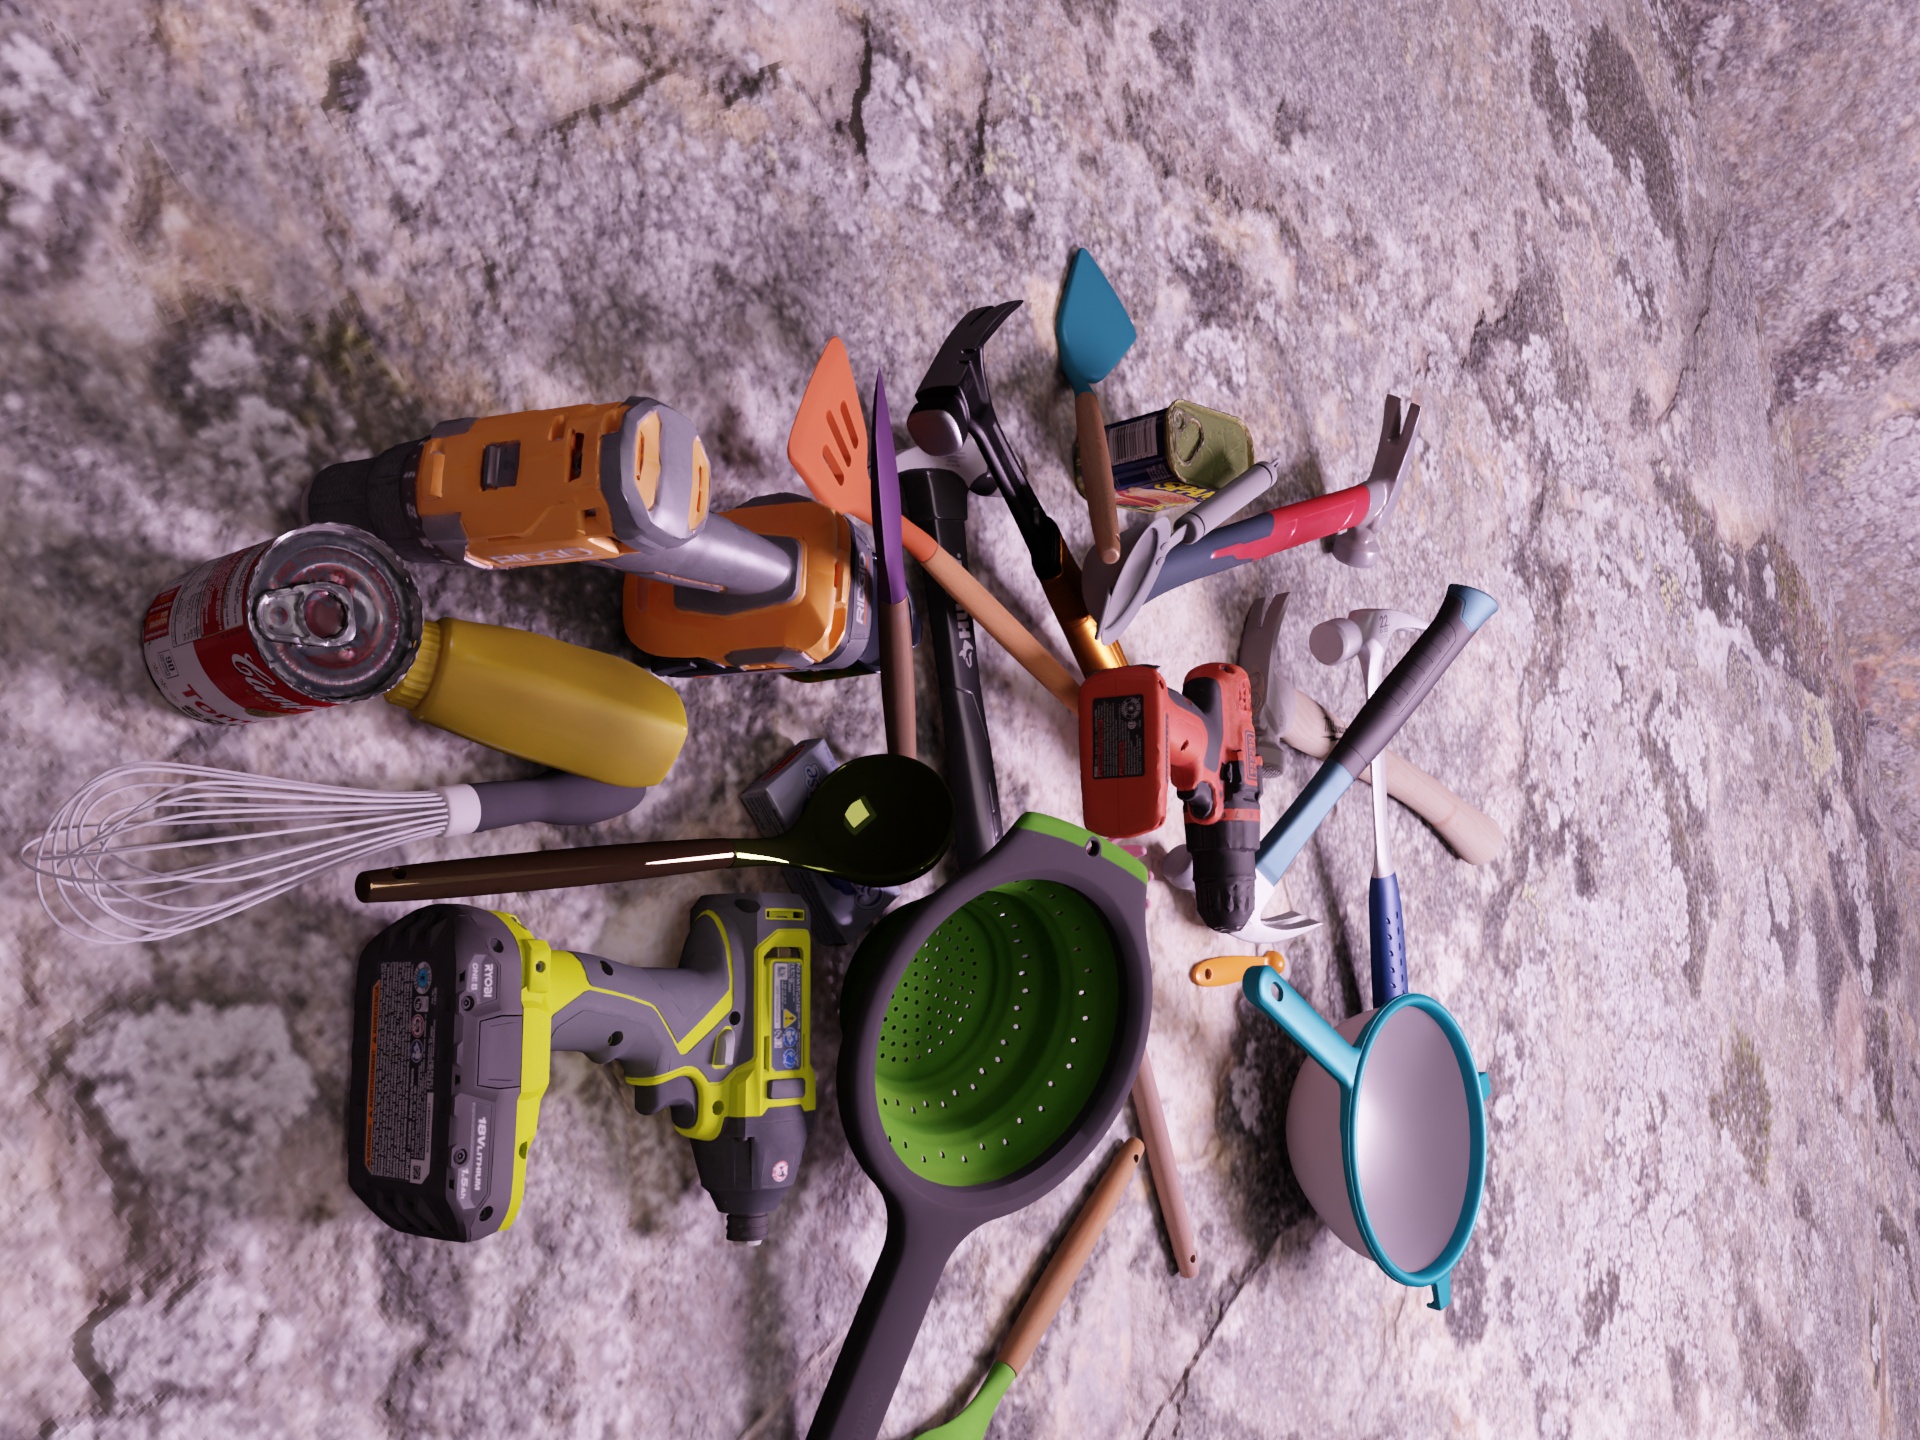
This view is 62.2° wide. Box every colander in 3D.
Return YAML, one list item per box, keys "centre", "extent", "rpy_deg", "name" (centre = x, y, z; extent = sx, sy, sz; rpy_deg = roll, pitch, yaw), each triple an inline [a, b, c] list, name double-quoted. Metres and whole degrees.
- centre: [-0.030, 0.235, 0.865]
  extent: [0.204, 0.095, 0.397]
  rpy_deg: [27, 83, -38]
  name: "colander"

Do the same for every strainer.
- centre: [0.271, 0.275, 1.171]
  extent: [0.340, 0.095, 0.211]
  rpy_deg: [44, 54, -32]
  name: "strainer"
- centre: [0.140, -0.119, 1.016]
  extent: [0.258, 0.050, 0.086]
  rpy_deg: [-36, 150, -41]
  name: "strainer"

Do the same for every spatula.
- centre: [0.002, -0.084, 0.915]
  extent: [0.322, 0.041, 0.081]
  rpy_deg: [42, 54, -38]
  name: "spatula"
- centre: [0.092, -0.200, 1.030]
  extent: [0.082, 0.044, 0.318]
  rpy_deg: [50, 24, -33]
  name: "spatula"
- centre: [-0.034, -0.050, 0.802]
  extent: [0.315, 0.018, 0.060]
  rpy_deg: [89, 1, -54]
  name: "spatula"

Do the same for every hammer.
- centre: [0.064, -0.095, 1.000]
  extent: [0.336, 0.034, 0.127]
  rpy_deg: [61, 39, -37]
  name: "hammer"
- centre: [0.287, 0.025, 1.168]
  extent: [0.331, 0.033, 0.128]
  rpy_deg: [-49, 117, -11]
  name: "hammer"
- centre: [0.356, 0.032, 1.343]
  extent: [0.410, 0.038, 0.146]
  rpy_deg: [26, 64, -43]
  name: "hammer"
- centre: [-0.002, -0.003, 0.956]
  extent: [0.146, 0.035, 0.335]
  rpy_deg: [-7, 89, -49]
  name: "hammer"
- centre: [0.340, 0.109, 1.267]
  extent: [0.144, 0.035, 0.405]
  rpy_deg: [-17, 106, -44]
  name: "hammer"
- centre: [0.225, -0.151, 1.188]
  extent: [0.386, 0.038, 0.143]
  rpy_deg: [-21, 132, -44]
  name: "hammer"

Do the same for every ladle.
- centre: [-0.126, 0.056, 0.748]
  extent: [0.320, 0.062, 0.078]
  rpy_deg: [-1, 43, -48]
  name: "ladle"

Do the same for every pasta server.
- centre: [0.122, 0.227, 1.056]
  extent: [0.060, 0.040, 0.316]
  rpy_deg: [-20, 101, -35]
  name: "pasta server"

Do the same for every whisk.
- centre: [-0.244, 0.041, 0.674]
  extent: [0.284, 0.070, 0.070]
  rpy_deg: [-7, 89, -53]
  name: "whisk"

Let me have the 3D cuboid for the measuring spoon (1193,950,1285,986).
- centre: [0.208, 0.183, 1.174]
  extent: [0.116, 0.011, 0.021]
  rpy_deg: [3, 82, -47]
  name: "measuring spoon"

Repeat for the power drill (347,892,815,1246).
- centre: [-0.158, 0.164, 0.732]
  extent: [0.223, 0.080, 0.171]
  rpy_deg: [10, 76, -50]
  name: "power drill"

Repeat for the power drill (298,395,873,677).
- centre: [-0.161, -0.078, 0.721]
  extent: [0.226, 0.185, 0.084]
  rpy_deg: [24, 66, -64]
  name: "power drill"

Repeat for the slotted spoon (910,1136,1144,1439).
- centre: [0.039, 0.366, 0.952]
  extent: [0.314, 0.031, 0.070]
  rpy_deg: [-48, 118, -42]
  name: "slotted spoon"
